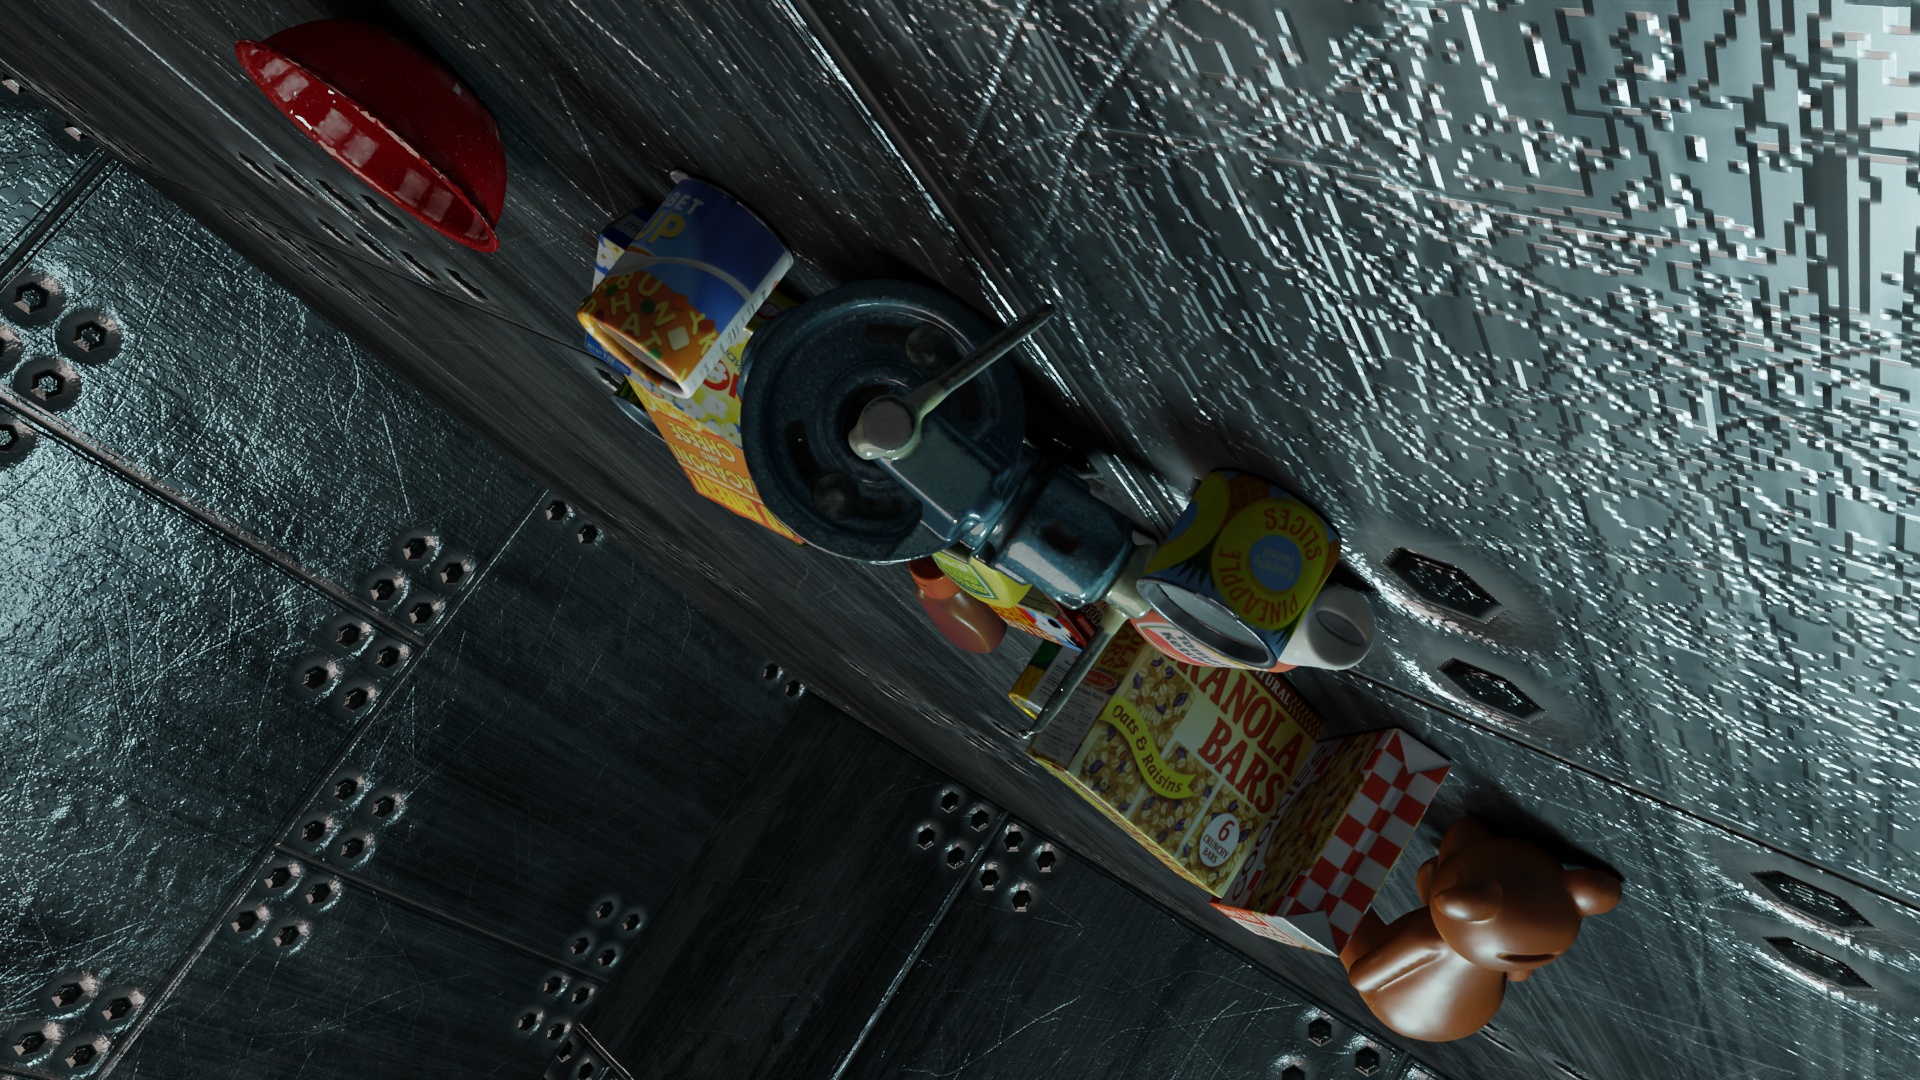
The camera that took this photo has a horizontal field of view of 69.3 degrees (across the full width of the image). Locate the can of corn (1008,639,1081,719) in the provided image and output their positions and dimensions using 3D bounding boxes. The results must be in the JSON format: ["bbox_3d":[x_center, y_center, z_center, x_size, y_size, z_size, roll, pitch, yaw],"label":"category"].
[{"bbox_3d":[0.080,0.116,1.096,0.071,0.058,0.071,33,168,8],"label":"can of corn"}]

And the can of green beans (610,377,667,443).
[{"bbox_3d":[-0.201,-0.104,0.976,0.071,0.058,0.071,33,168,8],"label":"can of green beans"}]

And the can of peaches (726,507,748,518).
[{"bbox_3d":[-0.153,-0.053,1.022,0.071,0.071,0.058,34,167,-2],"label":"can of peaches"}]

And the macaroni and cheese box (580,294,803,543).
[{"bbox_3d":[-0.157,-0.085,0.883,0.124,0.040,0.165,24,149,42],"label":"macaroni and cheese box"}]

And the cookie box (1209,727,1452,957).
[{"bbox_3d":[0.211,0.176,0.820,0.040,0.123,0.167,34,168,4],"label":"cookie box"}]

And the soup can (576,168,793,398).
[{"bbox_3d":[-0.133,-0.121,0.659,0.071,0.084,0.071,33,168,8],"label":"soup can"}]

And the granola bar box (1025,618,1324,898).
[{"bbox_3d":[0.126,0.111,0.787,0.165,0.124,0.039,43,165,-36],"label":"granola bar box"}]

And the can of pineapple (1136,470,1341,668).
[{"bbox_3d":[0.117,0.012,0.579,0.071,0.058,0.071,32,168,8],"label":"can of pineapple"}]

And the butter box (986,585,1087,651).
[{"bbox_3d":[0.056,0.048,0.976,0.053,0.024,0.103,43,165,-33],"label":"butter box"}]

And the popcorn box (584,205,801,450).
[{"bbox_3d":[-0.137,-0.110,0.745,0.127,0.038,0.084,33,137,6],"label":"popcorn box"}]

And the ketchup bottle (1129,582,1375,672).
[{"bbox_3d":[0.139,0.038,0.662,0.065,0.043,0.148,30,169,-16],"label":"ketchup bottle"}]

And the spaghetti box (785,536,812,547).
[{"bbox_3d":[-0.087,-0.021,1.019,0.028,0.050,0.250,40,167,-16],"label":"spaghetti box"}]

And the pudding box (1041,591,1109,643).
[{"bbox_3d":[0.057,0.019,0.769,0.049,0.030,0.084,53,180,-18],"label":"pudding box"}]

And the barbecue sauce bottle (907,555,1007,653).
[{"bbox_3d":[-0.006,0.041,1.067,0.065,0.044,0.148,29,167,22],"label":"barbecue sauce bottle"}]

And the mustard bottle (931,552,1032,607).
[{"bbox_3d":[0.003,-0.010,0.821,0.065,0.049,0.159,27,167,26],"label":"mustard bottle"}]
